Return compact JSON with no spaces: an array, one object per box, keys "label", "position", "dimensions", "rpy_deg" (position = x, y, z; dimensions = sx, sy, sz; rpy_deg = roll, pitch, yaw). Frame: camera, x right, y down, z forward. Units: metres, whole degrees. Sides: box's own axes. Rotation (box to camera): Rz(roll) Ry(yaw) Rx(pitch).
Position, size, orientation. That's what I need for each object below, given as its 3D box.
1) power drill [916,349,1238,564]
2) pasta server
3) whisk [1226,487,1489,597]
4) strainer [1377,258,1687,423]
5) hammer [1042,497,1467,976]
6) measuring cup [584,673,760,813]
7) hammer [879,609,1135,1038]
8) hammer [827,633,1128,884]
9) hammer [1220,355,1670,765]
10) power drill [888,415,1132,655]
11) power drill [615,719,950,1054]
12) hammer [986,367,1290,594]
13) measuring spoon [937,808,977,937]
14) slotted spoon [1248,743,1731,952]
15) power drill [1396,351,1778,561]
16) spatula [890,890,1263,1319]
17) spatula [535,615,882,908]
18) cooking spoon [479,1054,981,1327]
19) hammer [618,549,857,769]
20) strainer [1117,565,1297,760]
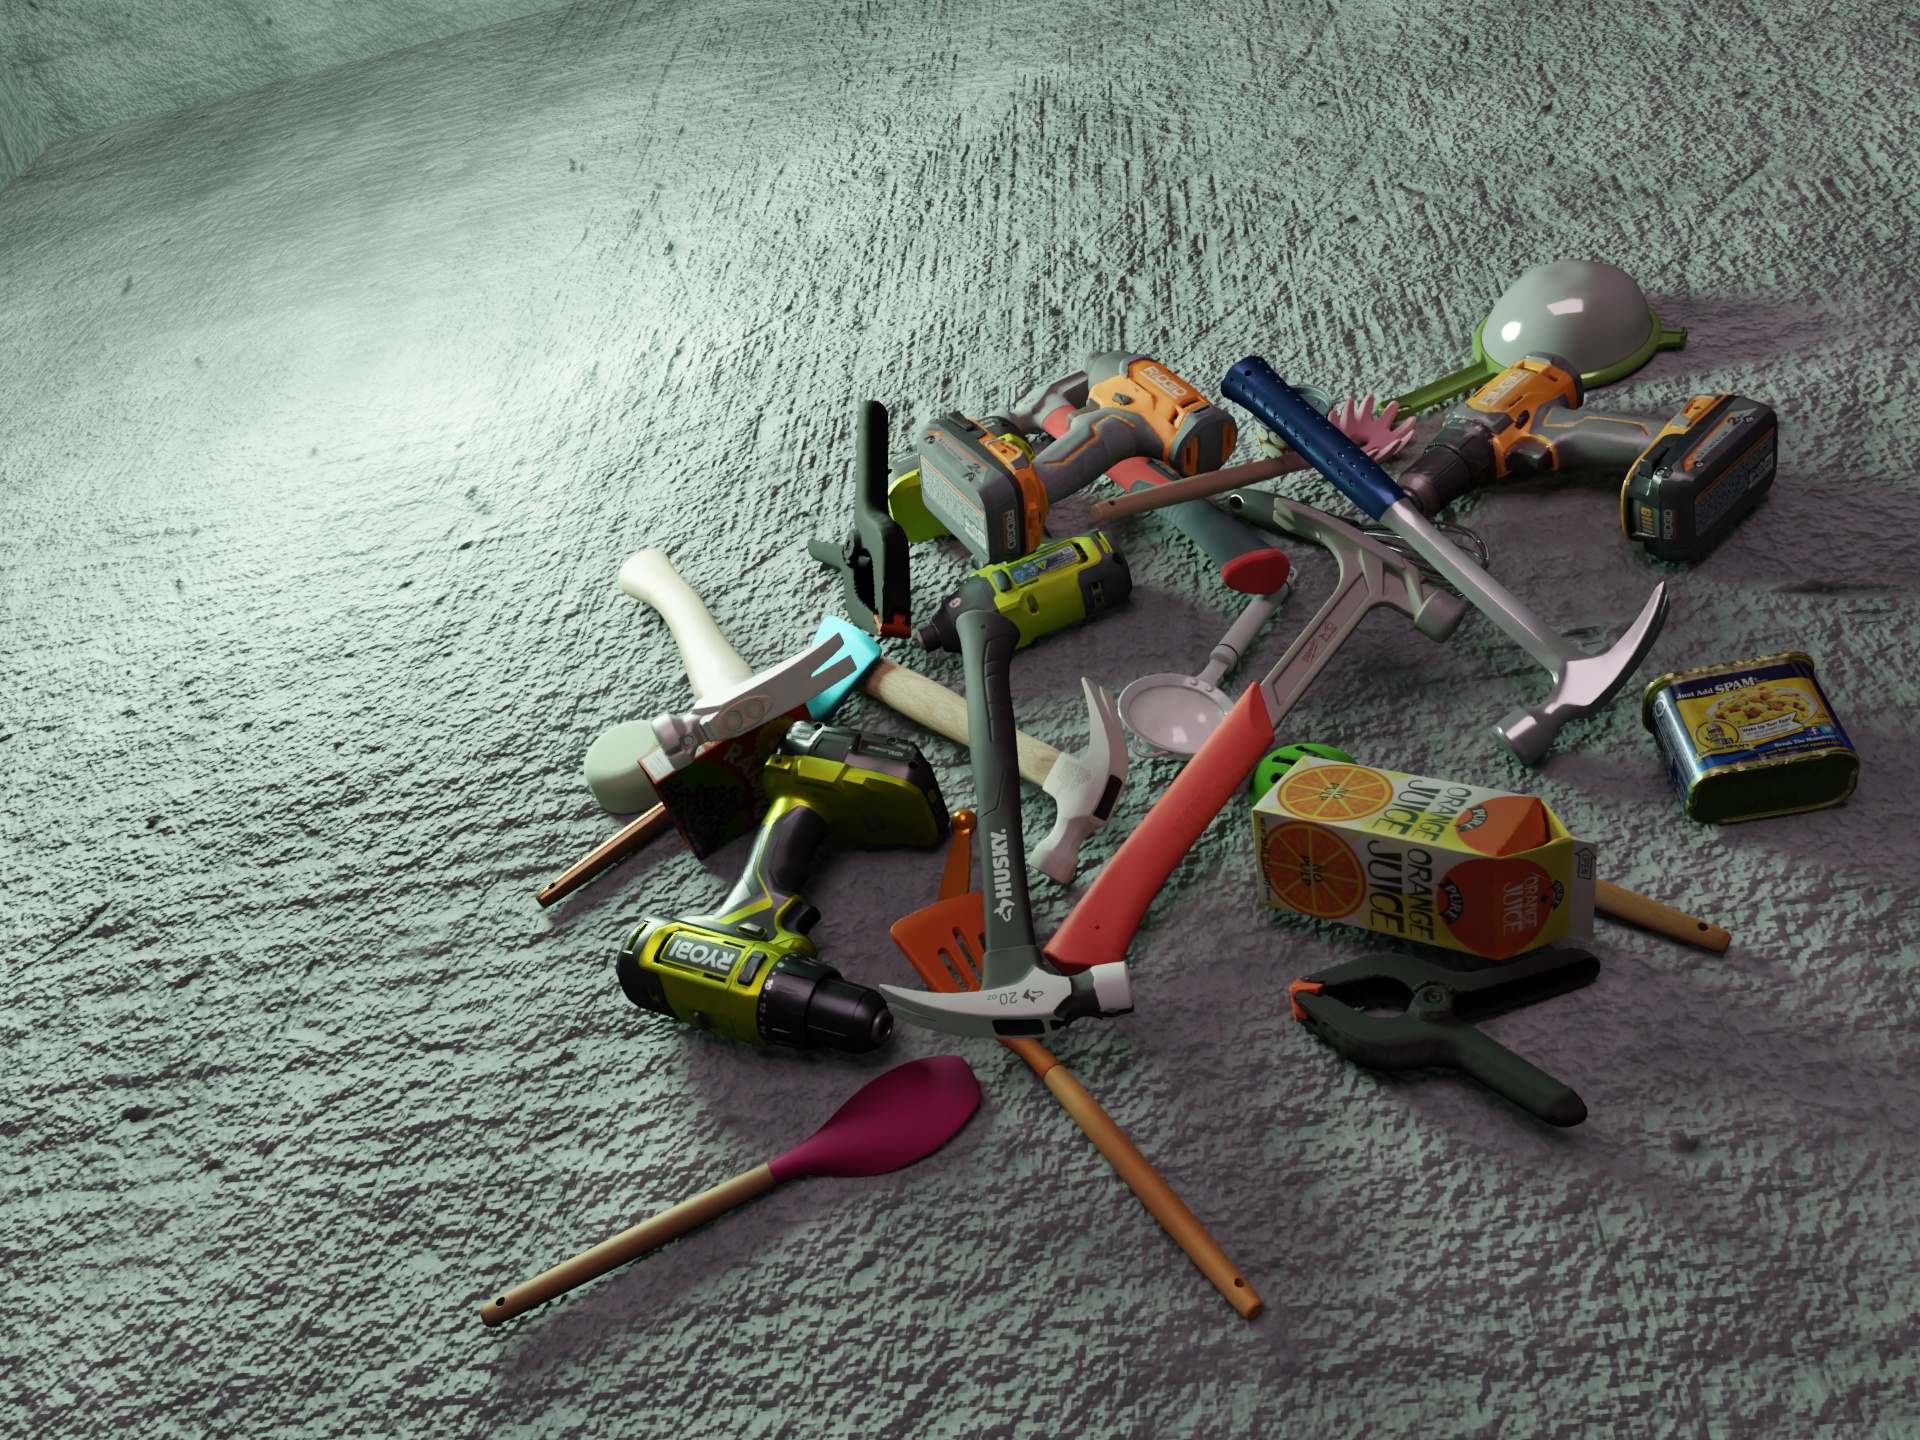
[{"label":"power drill","position":[0.081,-0.222,1.256],"dimensions":[0.226,0.084,0.164],"rpy_deg":[-25,48,-18]},{"label":"pasta server","position":[0.231,-0.199,1.237],"dimensions":[0.316,0.040,0.060],"rpy_deg":[-18,53,-29]},{"label":"whisk","position":[0.298,-0.145,1.217],"dimensions":[0.055,0.055,0.239],"rpy_deg":[-41,42,-23]},{"label":"strainer","position":[0.459,-0.323,1.325],"dimensions":[0.256,0.069,0.152],"rpy_deg":[-24,42,-8]},{"label":"hammer","position":[0.168,0.016,1.038],"dimensions":[0.149,0.036,0.359],"rpy_deg":[35,76,21]},{"label":"measuring cup","position":[-0.226,0.005,1.259],"dimensions":[0.167,0.038,0.083],"rpy_deg":[-42,46,-20]},{"label":"hammer","position":[0.019,0.054,1.028],"dimensions":[0.146,0.035,0.335],"rpy_deg":[-9,49,6]},{"label":"hammer","position":[-0.002,-0.004,1.166],"dimensions":[0.332,0.031,0.130],"rpy_deg":[29,90,46]},{"label":"hammer","position":[0.322,-0.147,1.138],"dimensions":[0.144,0.035,0.406],"rpy_deg":[-40,52,5]},{"label":"power drill","position":[0.020,-0.146,1.302],"dimensions":[0.171,0.080,0.223],"rpy_deg":[-22,45,-4]},{"label":"power drill","position":[-0.098,0.116,1.068],"dimensions":[0.191,0.080,0.229],"rpy_deg":[10,52,26]},{"label":"hammer","position":[0.165,-0.207,1.320],"dimensions":[0.143,0.038,0.387],"rpy_deg":[-27,38,-11]},{"label":"measuring spoon","position":[-0.004,0.104,1.091],"dimensions":[0.021,0.011,0.117],"rpy_deg":[-6,43,15]},{"label":"slotted spoon","position":[0.316,0.076,0.989],"dimensions":[0.314,0.031,0.070],"rpy_deg":[23,57,36]},{"label":"power drill","position":[0.454,-0.191,1.183],"dimensions":[0.185,0.084,0.226],"rpy_deg":[-38,41,-19]},{"label":"spatula","position":[0.068,0.215,0.923],"dimensions":[0.081,0.041,0.323],"rpy_deg":[-16,39,-27]},{"label":"spatula","position":[-0.194,0.035,1.213],"dimensions":[0.317,0.044,0.082],"rpy_deg":[-38,42,-18]},{"label":"cooking spoon","position":[-0.135,0.282,0.947],"dimensions":[0.319,0.017,0.069],"rpy_deg":[-25,41,-7]},{"label":"hammer","position":[-0.204,-0.078,1.264],"dimensions":[0.146,0.038,0.411],"rpy_deg":[-28,27,-9]},{"label":"strainer","position":[0.188,-0.038,1.150],"dimensions":[0.087,0.050,0.258],"rpy_deg":[26,51,20]}]
